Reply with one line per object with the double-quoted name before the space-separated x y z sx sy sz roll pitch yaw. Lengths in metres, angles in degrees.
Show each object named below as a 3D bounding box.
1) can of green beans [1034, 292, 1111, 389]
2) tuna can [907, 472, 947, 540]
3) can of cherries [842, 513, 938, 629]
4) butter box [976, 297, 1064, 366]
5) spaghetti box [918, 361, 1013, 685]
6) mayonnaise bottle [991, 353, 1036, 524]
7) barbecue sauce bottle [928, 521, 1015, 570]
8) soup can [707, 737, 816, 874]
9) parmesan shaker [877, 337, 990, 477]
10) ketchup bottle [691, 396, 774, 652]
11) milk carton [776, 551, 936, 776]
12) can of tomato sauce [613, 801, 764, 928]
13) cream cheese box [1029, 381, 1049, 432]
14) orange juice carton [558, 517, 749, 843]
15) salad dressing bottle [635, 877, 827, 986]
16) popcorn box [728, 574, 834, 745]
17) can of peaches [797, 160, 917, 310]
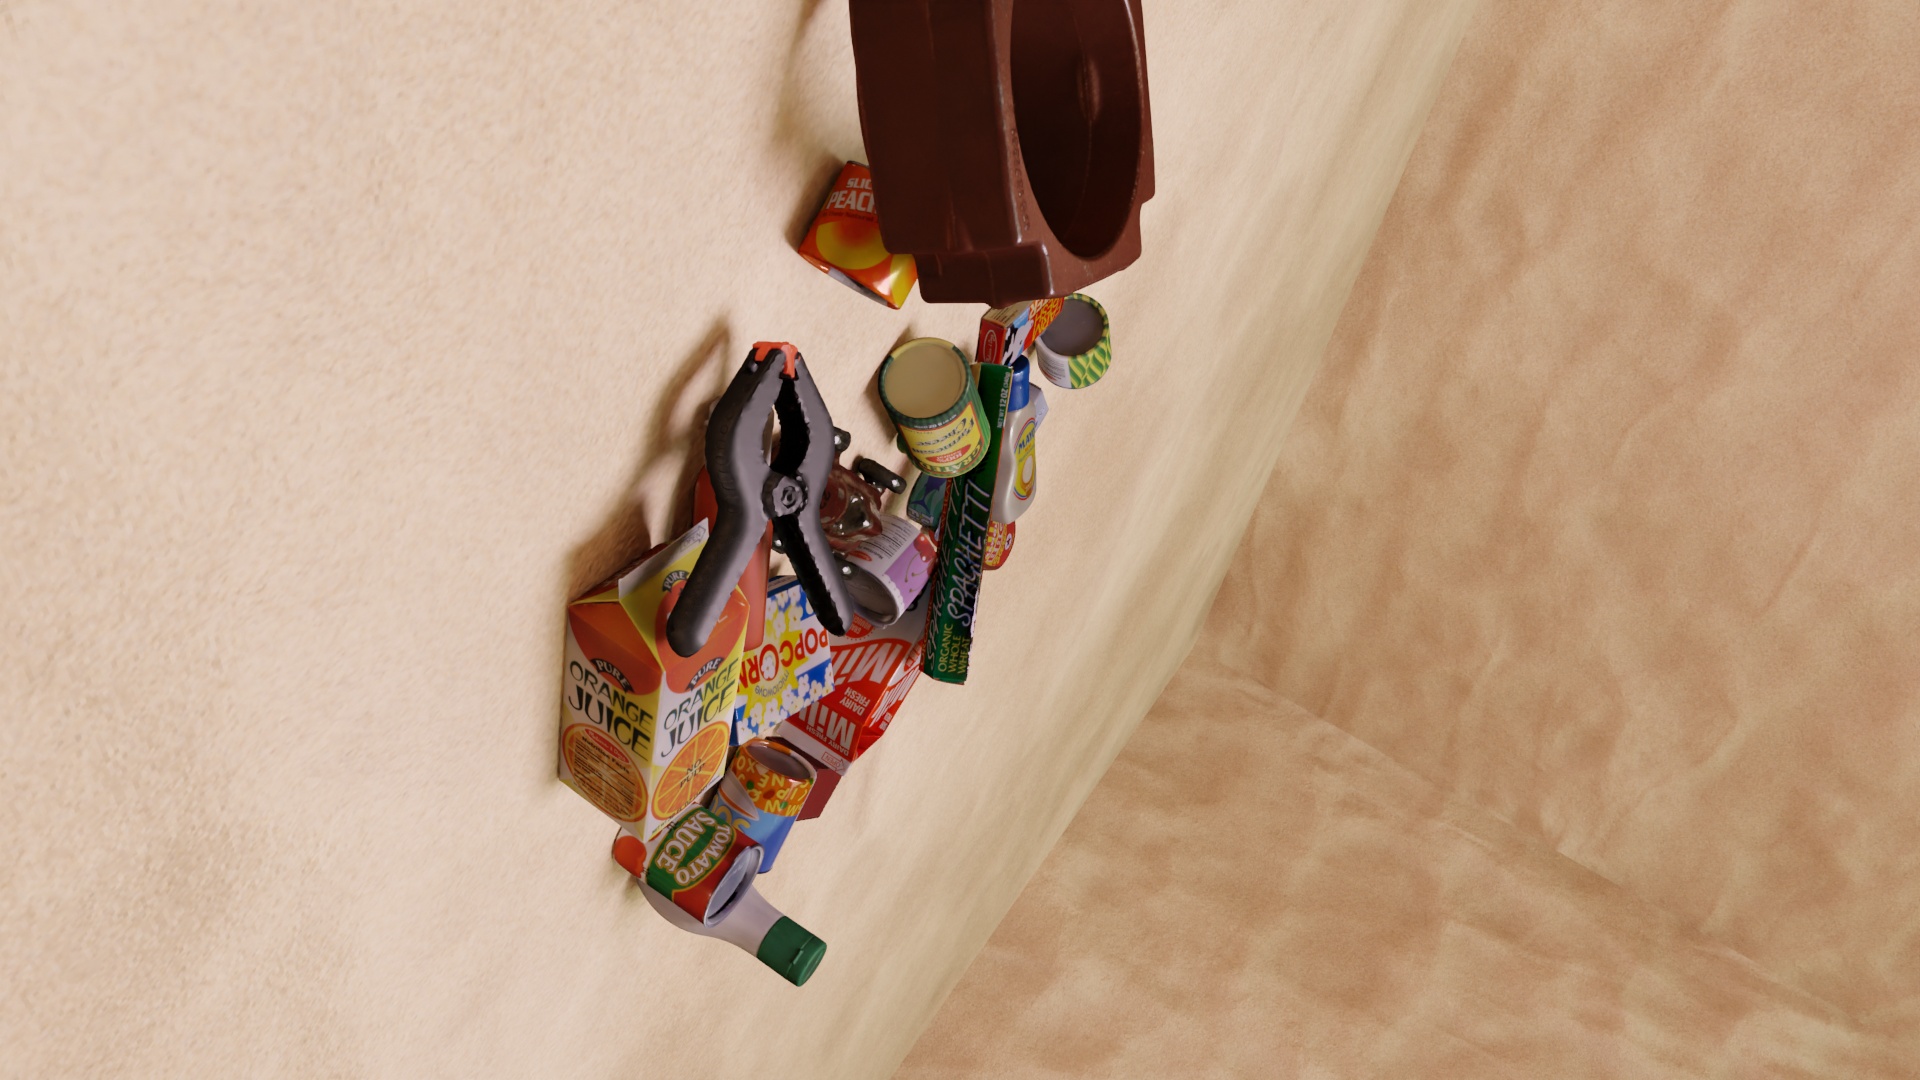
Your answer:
"can of green beans" 0.097 -0.173 1.205 0.071 0.071 0.057 -57 163 -13
"tuna can" -0.015 -0.037 1.159 0.071 0.033 0.070 -53 162 -25
"can of cherries" -0.059 0.024 1.067 0.059 0.071 0.071 -51 162 -33
"butter box" 0.052 -0.183 1.123 0.104 0.024 0.052 -49 160 -35
"spaghetti box" 0.004 -0.014 1.079 0.050 0.029 0.250 -172 -90 -74
"mayonnaise bottle" 0.040 -0.088 1.176 0.065 0.041 0.147 -50 149 -43
"barbecue sauce bottle" 0.010 -0.006 1.265 0.148 0.044 0.065 9 96 -73
"soup can" -0.160 0.204 1.076 0.083 0.071 0.071 -64 164 8
"parmesan shaker" -0.020 -0.093 0.992 0.071 0.071 0.103 -57 163 -11
"ketchup bottle" -0.132 -0.010 0.804 0.044 0.065 0.148 -8 124 -28
"milk carton" -0.072 0.093 1.136 0.191 0.072 0.073 -58 164 -9
"can of tomato sauce" -0.190 0.219 0.973 0.071 0.083 0.071 -53 162 -25
"cream cheese box" 0.043 -0.090 1.258 0.104 0.024 0.053 -59 163 -6
"orange juice carton" -0.175 0.075 0.790 0.072 0.073 0.191 -40 154 -46
"salad dressing bottle" -0.167 0.270 1.014 0.064 0.148 0.044 -56 163 -14
"popcorn box" -0.133 0.076 0.922 0.127 0.038 0.085 -24 111 -64
"can of peaches" -0.049 -0.168 0.768 0.058 0.071 0.071 -60 164 2
